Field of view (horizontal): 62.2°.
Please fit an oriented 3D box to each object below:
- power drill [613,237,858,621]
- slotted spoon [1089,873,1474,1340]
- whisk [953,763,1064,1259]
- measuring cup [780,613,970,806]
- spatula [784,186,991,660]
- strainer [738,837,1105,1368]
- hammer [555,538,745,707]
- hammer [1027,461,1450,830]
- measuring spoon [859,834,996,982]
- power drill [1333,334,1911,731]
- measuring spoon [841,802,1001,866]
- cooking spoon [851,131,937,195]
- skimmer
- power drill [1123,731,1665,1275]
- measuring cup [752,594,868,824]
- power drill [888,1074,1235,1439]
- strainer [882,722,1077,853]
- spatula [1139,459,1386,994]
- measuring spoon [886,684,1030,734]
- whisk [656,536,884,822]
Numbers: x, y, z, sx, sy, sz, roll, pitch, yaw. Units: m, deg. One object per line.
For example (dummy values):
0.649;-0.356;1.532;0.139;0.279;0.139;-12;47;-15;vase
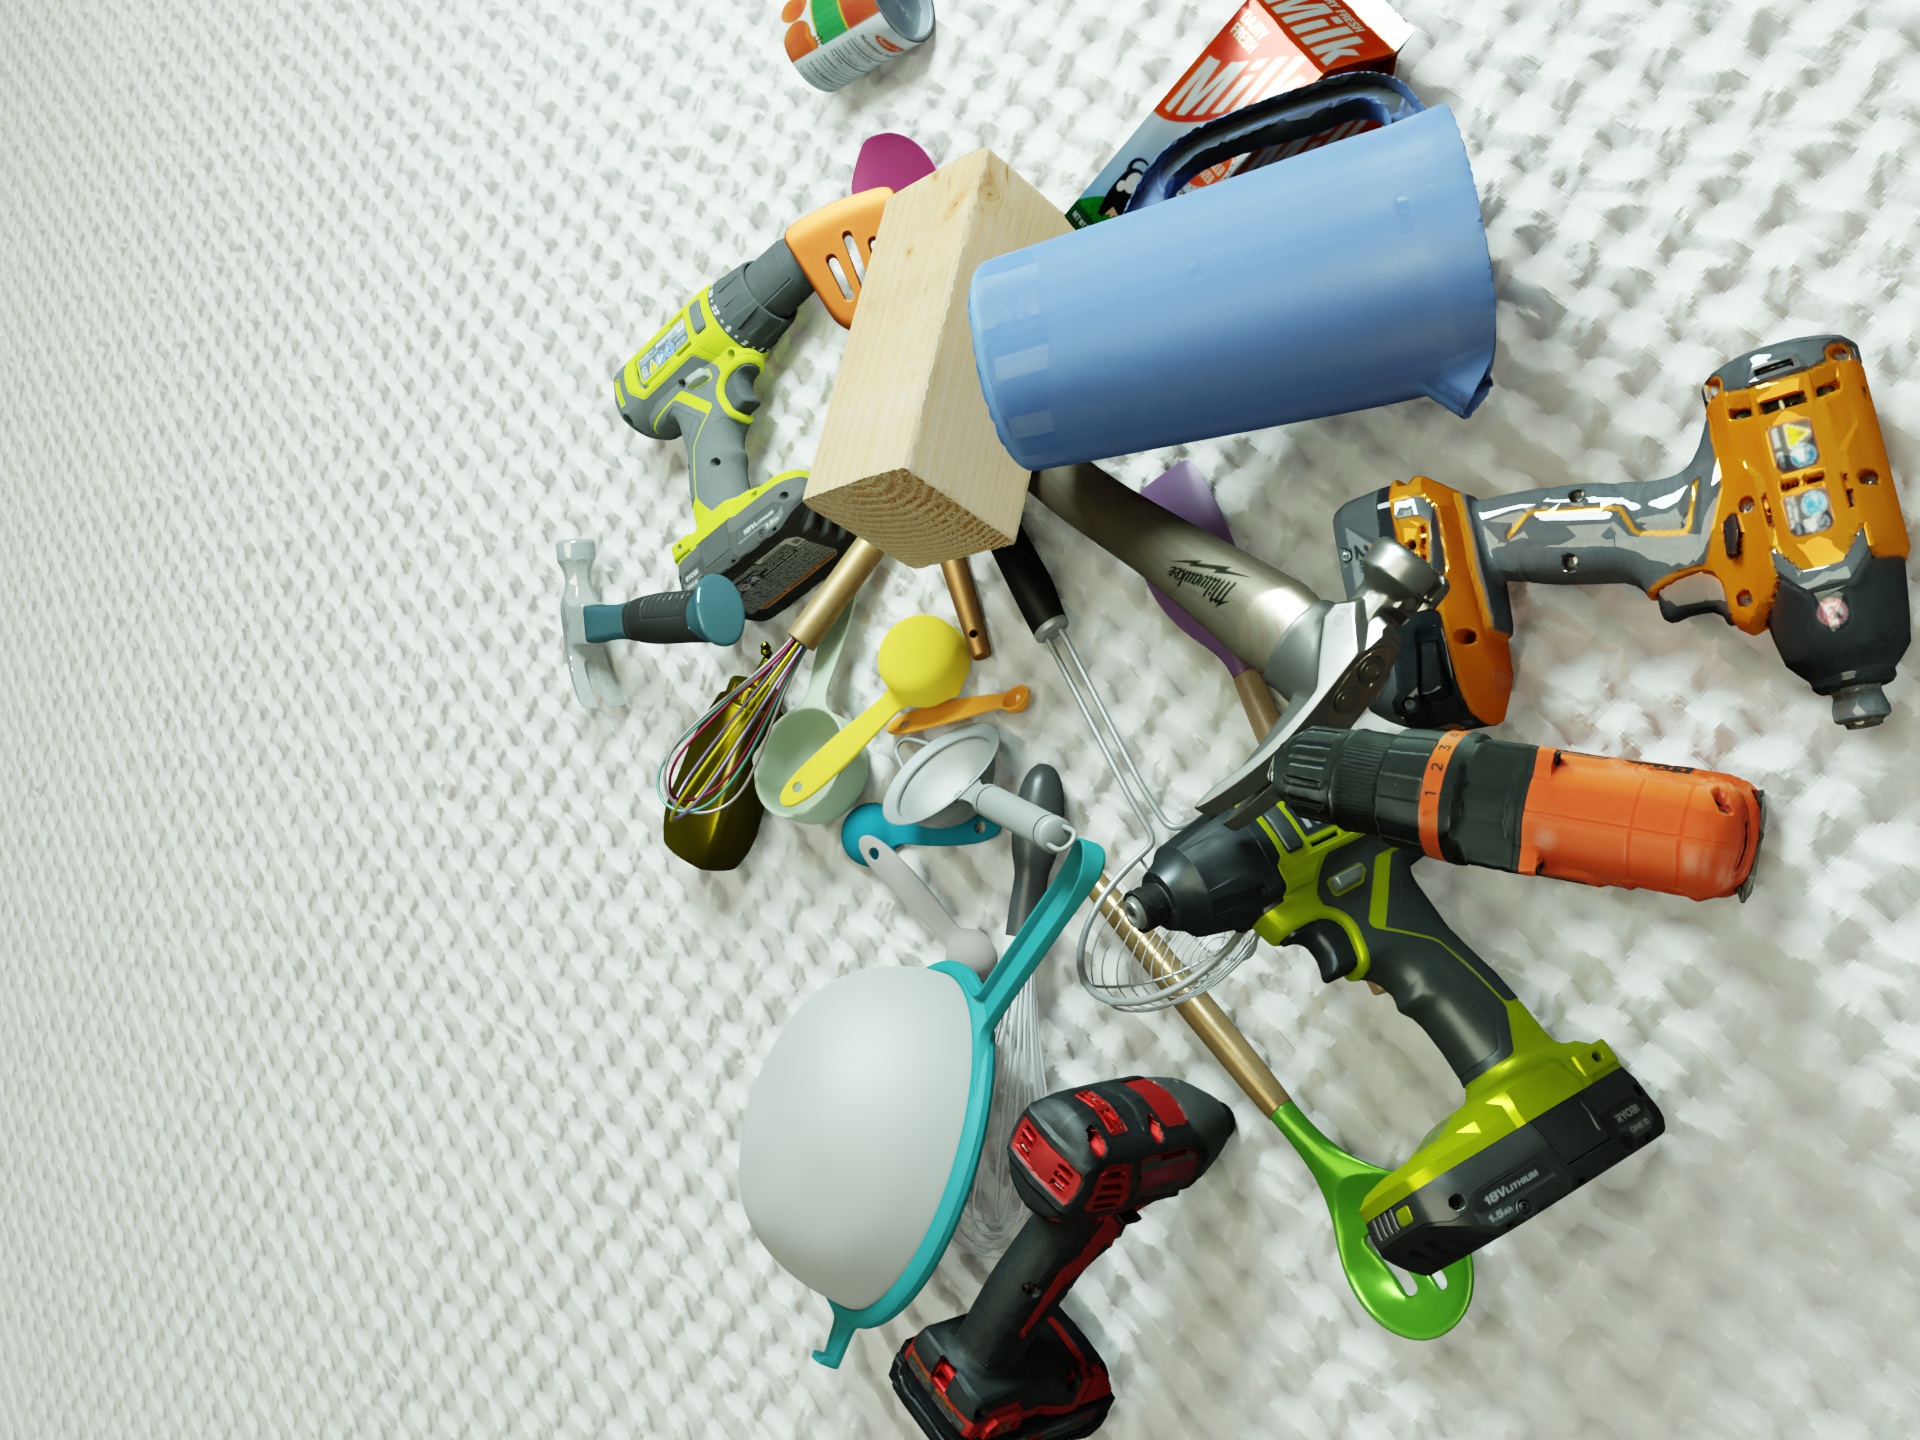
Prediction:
-0.145;-0.203;1.094;0.190;0.080;0.229;-33;63;32;power drill
0.154;0.183;0.836;0.070;0.031;0.314;-54;54;21;slotted spoon
0.031;0.165;0.922;0.070;0.070;0.285;1;81;39;whisk
-0.060;-0.005;0.994;0.156;0.029;0.062;-44;59;0;measuring cup
-0.033;-0.189;1.020;0.081;0.041;0.323;-20;73;9;spatula
-0.040;0.179;0.873;0.340;0.095;0.211;-59;21;29;strainer
-0.220;-0.070;1.091;0.331;0.033;0.128;4;98;62;hammer
0.077;-0.101;0.848;0.146;0.038;0.411;-53;38;9;hammer
-0.026;0.115;0.983;0.124;0.018;0.034;45;113;23;measuring spoon
0.296;-0.059;0.714;0.226;0.084;0.164;-16;76;33;power drill
-0.030;0.069;1.001;0.129;0.021;0.042;-7;80;39;measuring spoon
0.028;-0.292;0.997;0.319;0.017;0.068;42;125;34;cooking spoon
0.063;-0.009;0.889;0.127;0.090;0.364;-36;63;22;skimmer
0.191;0.125;0.727;0.223;0.171;0.080;58;155;24;power drill
-0.084;-0.011;1.053;0.083;0.038;0.168;3;72;37;measuring cup
0.061;0.281;0.836;0.079;0.143;0.219;40;117;39;power drill
0.014;0.047;0.901;0.087;0.050;0.258;-43;17;-9;strainer
0.162;-0.001;0.855;0.059;0.018;0.316;-36;63;32;spatula
-0.002;-0.003;0.993;0.117;0.011;0.021;-13;41;40;measuring spoon
-0.118;-0.034;1.039;0.051;0.047;0.245;35;88;31;whisk
